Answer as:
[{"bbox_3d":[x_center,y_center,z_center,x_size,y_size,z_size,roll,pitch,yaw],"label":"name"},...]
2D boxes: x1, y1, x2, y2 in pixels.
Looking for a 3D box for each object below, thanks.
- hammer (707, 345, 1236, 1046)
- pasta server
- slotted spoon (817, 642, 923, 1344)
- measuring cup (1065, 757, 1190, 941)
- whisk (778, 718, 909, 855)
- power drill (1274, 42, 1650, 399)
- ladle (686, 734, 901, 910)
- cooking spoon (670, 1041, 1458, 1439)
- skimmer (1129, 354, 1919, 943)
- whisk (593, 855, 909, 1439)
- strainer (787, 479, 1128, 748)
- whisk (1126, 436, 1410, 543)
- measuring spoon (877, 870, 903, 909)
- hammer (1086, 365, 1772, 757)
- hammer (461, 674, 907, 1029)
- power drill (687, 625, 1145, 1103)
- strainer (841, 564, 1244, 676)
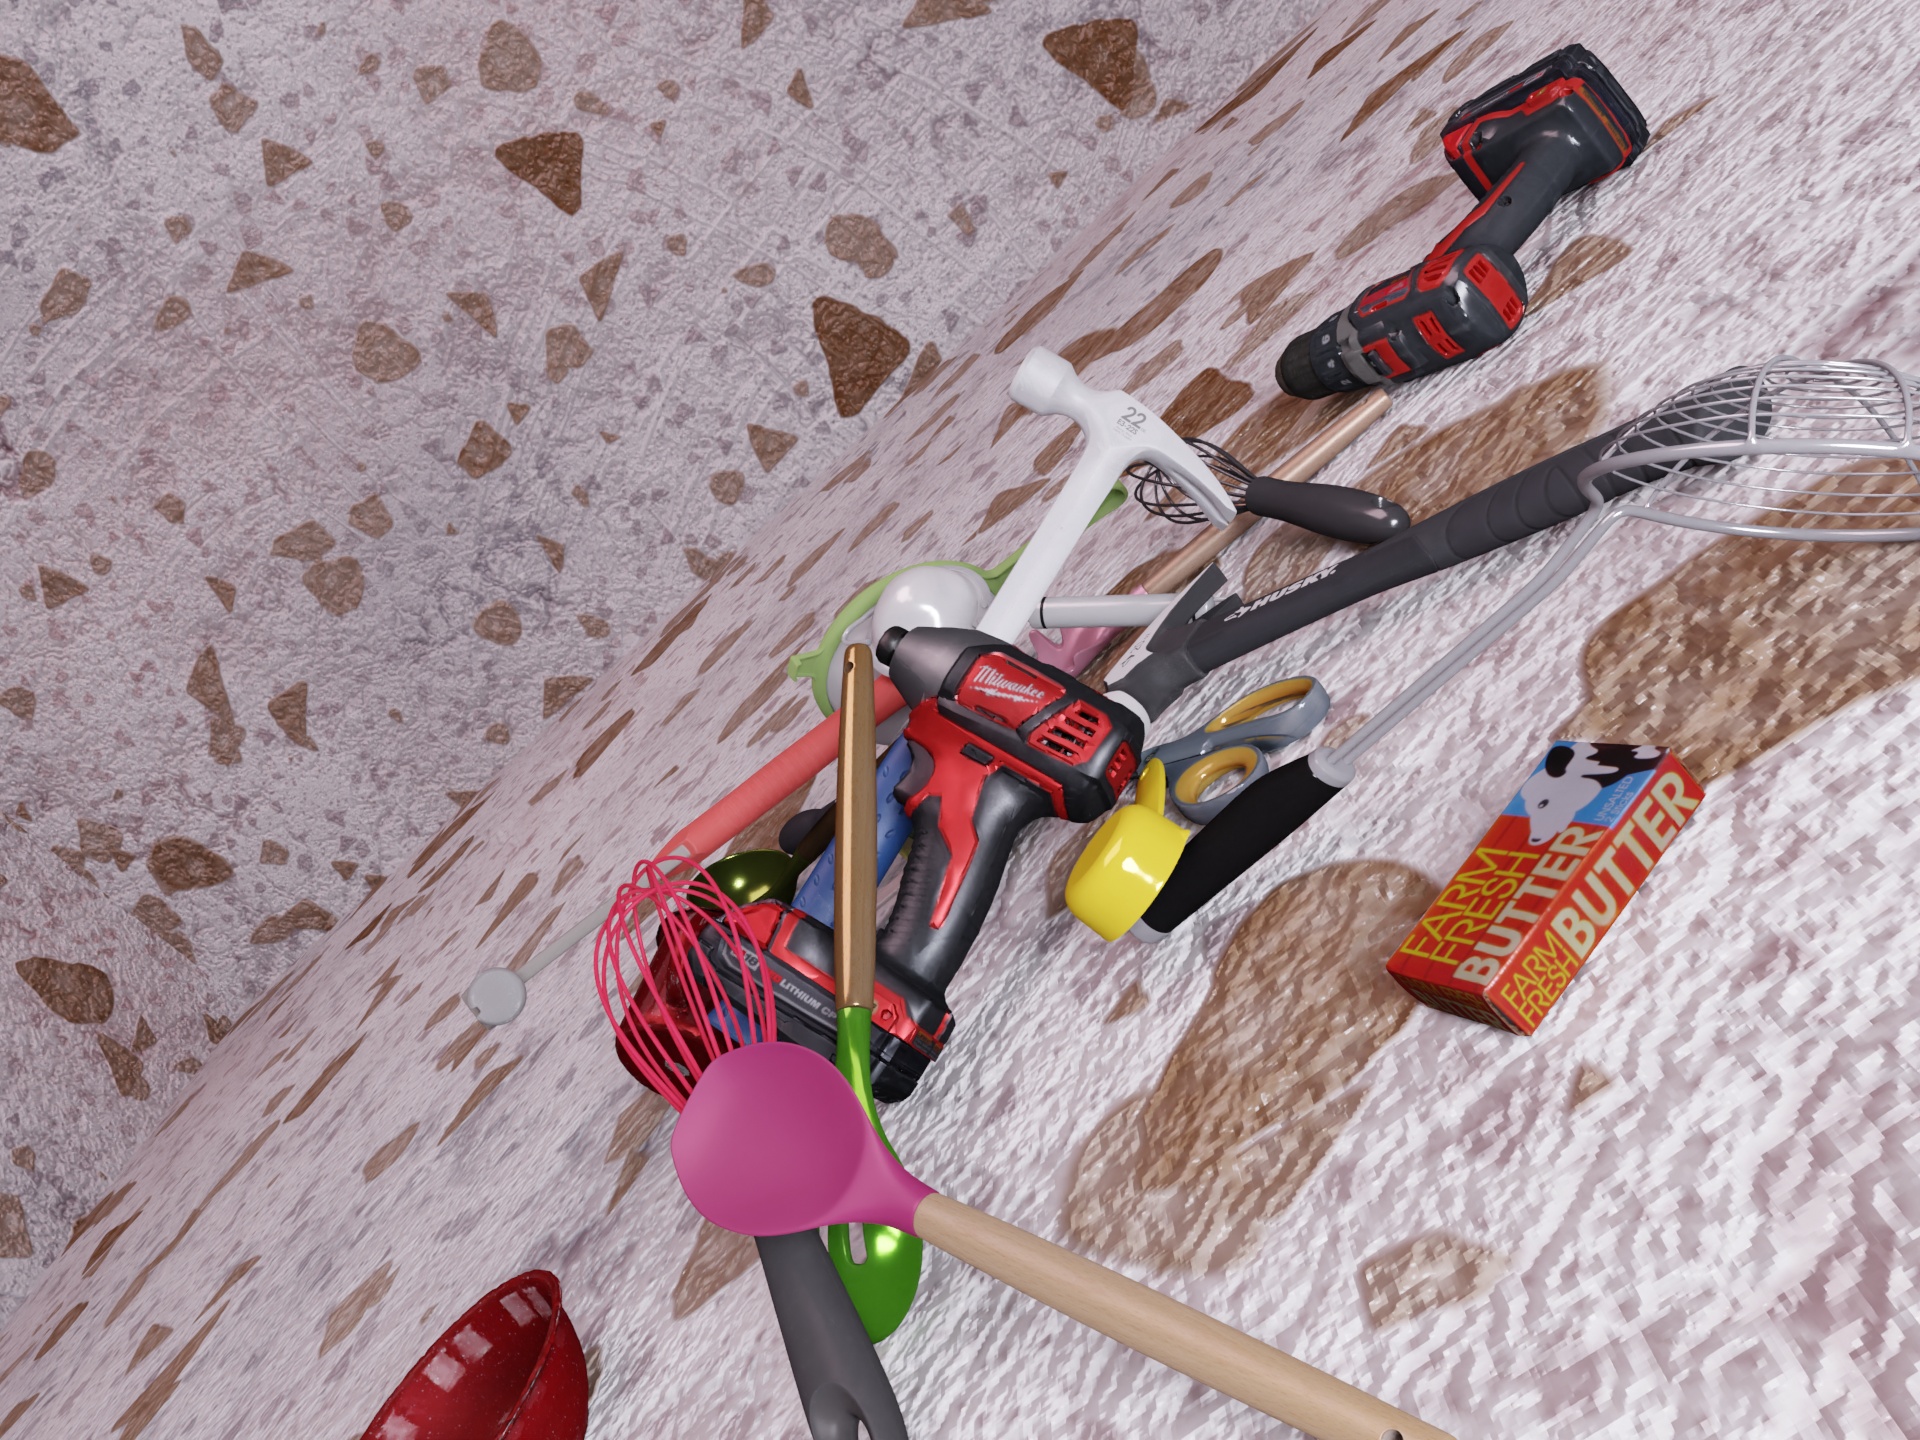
[{"bbox_3d":[-0.001,-0.003,0.845,0.405,0.144,0.035,-58,-3,-11],"label":"hammer"},{"bbox_3d":[0.134,-0.102,0.989,0.316,0.040,0.060,-40,27,13],"label":"pasta server"},{"bbox_3d":[-0.047,0.101,0.686,0.070,0.031,0.314,-20,55,30],"label":"slotted spoon"},{"bbox_3d":[0.073,0.044,0.708,0.062,0.029,0.157,-54,6,22],"label":"measuring cup"},{"bbox_3d":[-0.057,0.050,1.053,0.284,0.070,0.070,-30,21,54],"label":"whisk"},{"bbox_3d":[0.303,-0.294,0.990,0.227,0.080,0.188,-54,18,-19],"label":"power drill"},{"bbox_3d":[-0.093,0.062,0.991,0.078,0.062,0.320,-38,-5,-38],"label":"ladle"},{"bbox_3d":[0.008,0.163,0.495,0.319,0.017,0.069,9,66,45],"label":"cooking spoon"},{"bbox_3d":[0.185,0.005,0.566,0.363,0.127,0.090,-47,49,36],"label":"skimmer"},{"bbox_3d":[-0.083,0.166,0.623,0.073,0.073,0.296,-41,49,11],"label":"whisk"},{"bbox_3d":[0.021,-0.062,1.066,0.256,0.151,0.069,-39,52,7],"label":"strainer"},{"bbox_3d":[0.169,-0.128,0.902,0.055,0.055,0.239,-47,29,-8],"label":"whisk"},{"bbox_3d":[-0.041,0.110,0.945,0.124,0.018,0.034,-41,14,-12],"label":"measuring spoon"},{"bbox_3d":[0.206,-0.077,0.743,0.335,0.035,0.146,-25,17,43],"label":"hammer"},{"bbox_3d":[-0.145,0.062,0.968,0.359,0.036,0.149,-38,3,-16],"label":"hammer"},{"bbox_3d":[-0.024,0.058,0.763,0.220,0.143,0.078,-56,-21,-11],"label":"power drill"},{"bbox_3d":[0.039,-0.066,0.939,0.258,0.050,0.087,0,56,21],"label":"strainer"}]
